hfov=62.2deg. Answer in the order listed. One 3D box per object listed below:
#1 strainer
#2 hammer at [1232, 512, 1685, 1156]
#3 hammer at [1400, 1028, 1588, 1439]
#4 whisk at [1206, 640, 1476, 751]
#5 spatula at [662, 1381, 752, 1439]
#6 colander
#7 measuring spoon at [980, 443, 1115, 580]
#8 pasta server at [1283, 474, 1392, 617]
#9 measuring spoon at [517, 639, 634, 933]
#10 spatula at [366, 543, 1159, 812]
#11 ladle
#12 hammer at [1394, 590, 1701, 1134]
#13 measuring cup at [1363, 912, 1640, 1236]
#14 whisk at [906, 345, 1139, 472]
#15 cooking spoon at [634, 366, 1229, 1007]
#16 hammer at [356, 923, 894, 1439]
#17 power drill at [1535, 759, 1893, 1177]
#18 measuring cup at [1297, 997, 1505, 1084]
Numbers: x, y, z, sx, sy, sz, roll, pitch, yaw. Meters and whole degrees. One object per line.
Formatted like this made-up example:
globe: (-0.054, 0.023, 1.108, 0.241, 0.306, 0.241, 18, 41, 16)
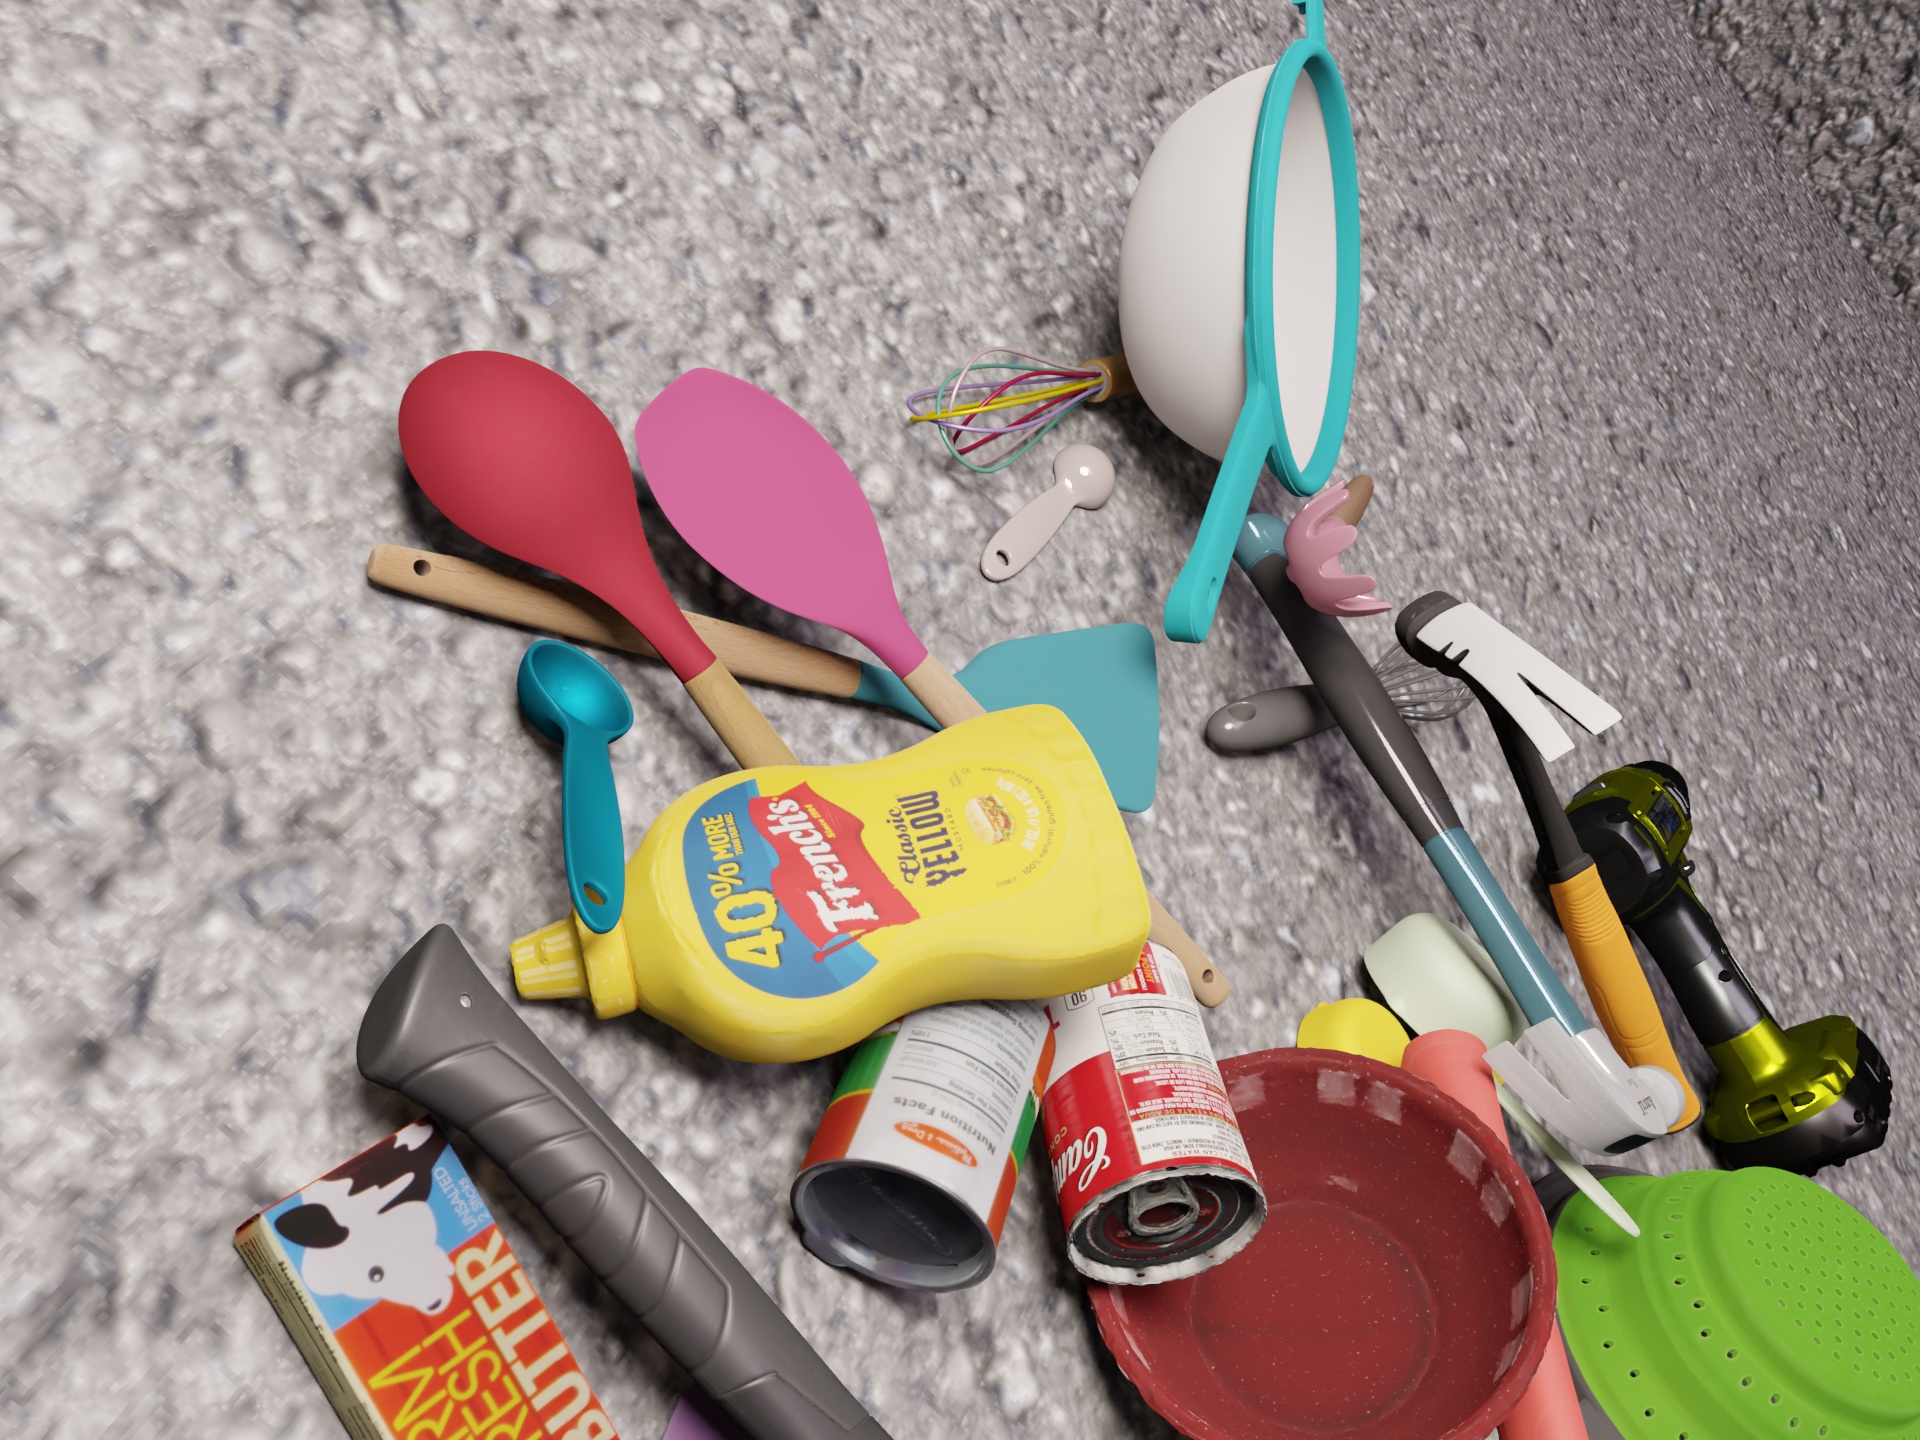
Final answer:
strainer: (0.111, -0.167, 0.743, 0.210, 0.095, 0.341, 67, 36, -46)
hammer: (0.214, 0.042, 0.727, 0.128, 0.033, 0.331, 7, 50, -54)
hammer: (0.203, 0.249, 0.535, 0.036, 0.149, 0.359, 13, 39, -8)
whisk: (0.206, -0.015, 0.824, 0.239, 0.055, 0.055, -12, 74, -41)
spatula: (0.036, 0.292, 0.495, 0.315, 0.018, 0.060, 35, 54, -20)
colander: (0.285, 0.275, 0.643, 0.397, 0.094, 0.205, -9, 51, -37)
measuring spoon: (0.043, -0.099, 0.747, 0.034, 0.018, 0.124, 49, 43, -7)
pasta server: (0.200, -0.103, 0.810, 0.060, 0.040, 0.316, 67, 23, -7)
measuring spoon: (-0.121, 0.023, 0.494, 0.042, 0.021, 0.129, 31, 25, -35)
spatula: (-0.056, -0.025, 0.592, 0.317, 0.044, 0.082, 13, 72, -35)
ladle: (-0.075, 0.005, 0.546, 0.069, 0.031, 0.315, -45, 106, -33)
hammer: (0.301, 0.091, 0.755, 0.336, 0.034, 0.127, 57, 1, -31)
measuring cup: (0.251, 0.152, 0.713, 0.083, 0.038, 0.168, 18, 27, -51)
whisk: (0.058, -0.164, 0.784, 0.245, 0.047, 0.051, -27, 83, -51)
cooking spoon: (-0.001, -0.002, 0.599, 0.318, 0.017, 0.069, 47, 63, -14)
hammer: (-0.042, 0.189, 0.443, 0.334, 0.035, 0.146, 49, 30, -4)
power drill: (0.428, 0.129, 0.909, 0.190, 0.080, 0.228, -20, 77, -55)
measuring cup: (0.217, 0.157, 0.734, 0.156, 0.029, 0.062, 9, 59, -37)
